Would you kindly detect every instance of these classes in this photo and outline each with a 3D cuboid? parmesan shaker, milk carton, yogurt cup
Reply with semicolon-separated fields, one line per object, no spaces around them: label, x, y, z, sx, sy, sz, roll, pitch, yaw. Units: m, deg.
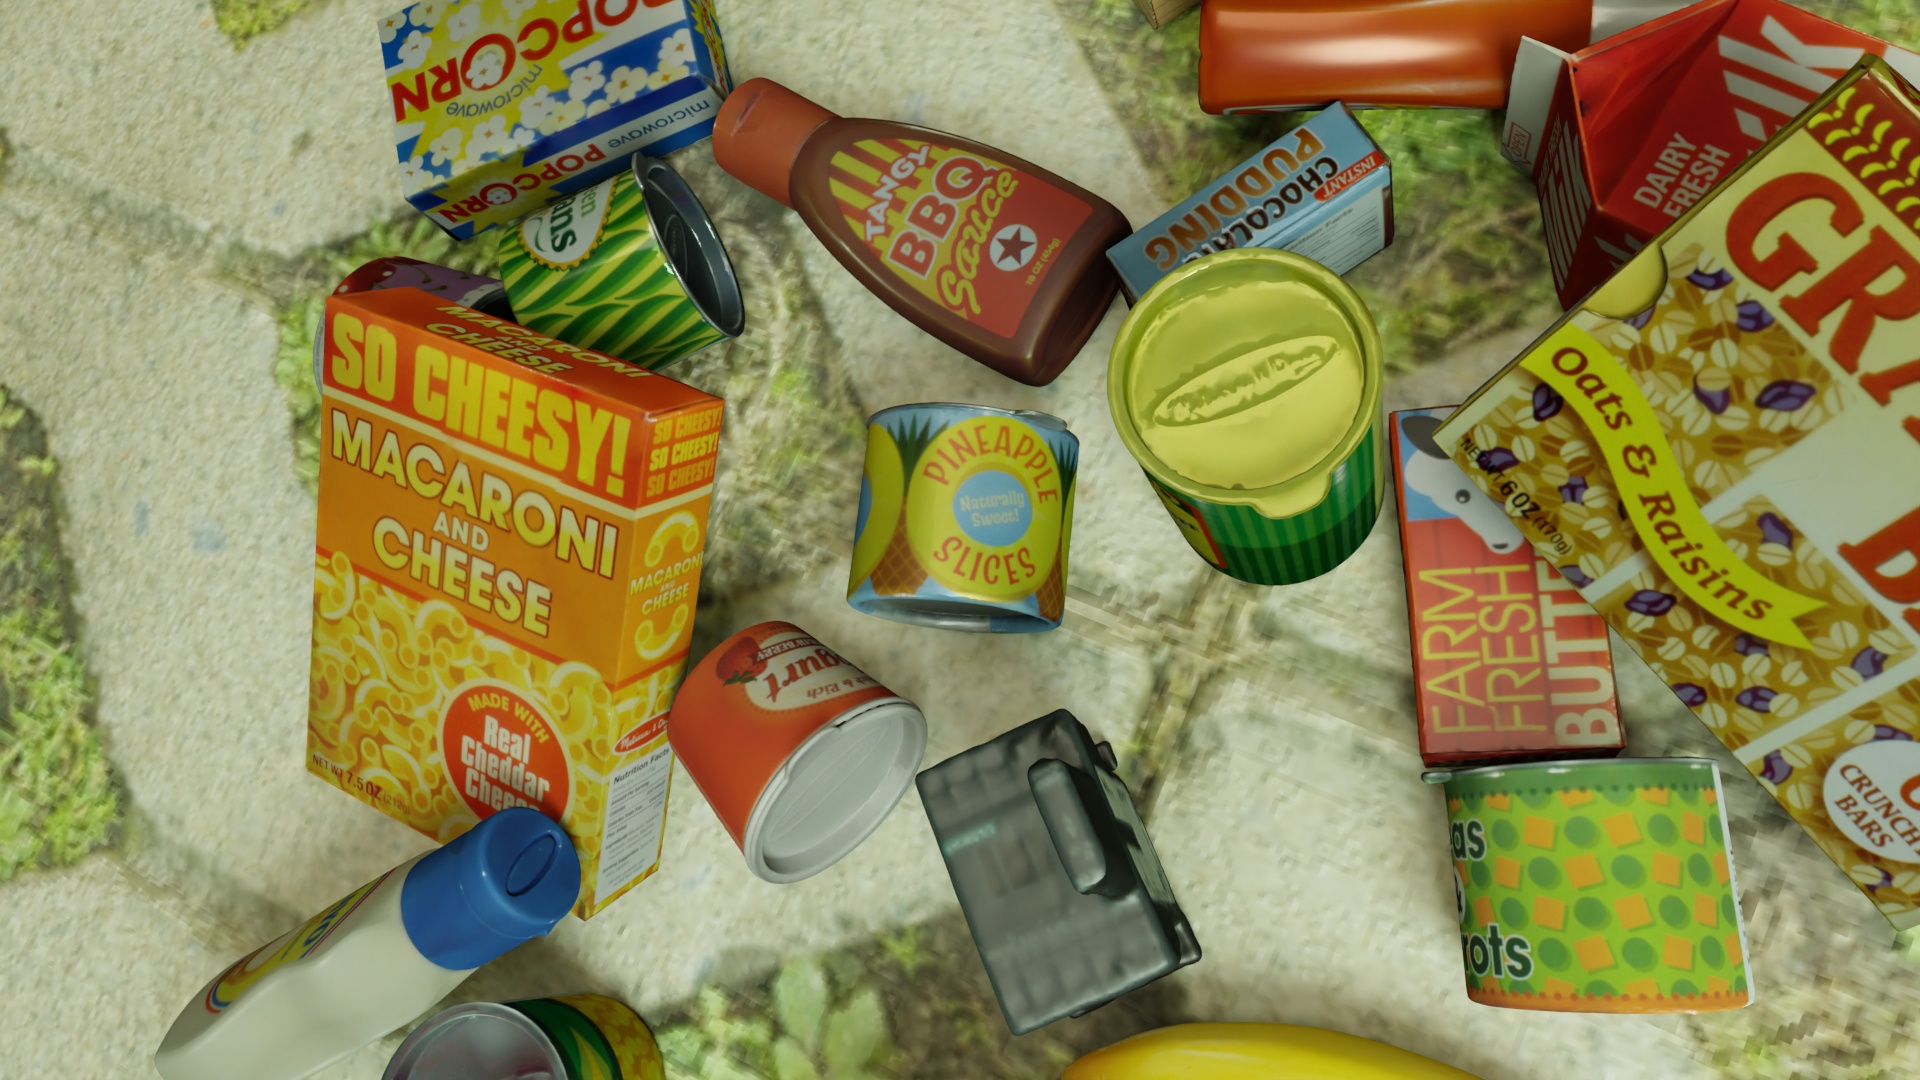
parmesan shaker;0.083;-0.026;0.383;0.071;0.103;0.071;-4;75;16
milk carton;0.233;-0.078;0.368;0.191;0.072;0.073;33;87;21
yogurt cup;-0.052;0.061;0.423;0.054;0.072;0.072;39;89;30

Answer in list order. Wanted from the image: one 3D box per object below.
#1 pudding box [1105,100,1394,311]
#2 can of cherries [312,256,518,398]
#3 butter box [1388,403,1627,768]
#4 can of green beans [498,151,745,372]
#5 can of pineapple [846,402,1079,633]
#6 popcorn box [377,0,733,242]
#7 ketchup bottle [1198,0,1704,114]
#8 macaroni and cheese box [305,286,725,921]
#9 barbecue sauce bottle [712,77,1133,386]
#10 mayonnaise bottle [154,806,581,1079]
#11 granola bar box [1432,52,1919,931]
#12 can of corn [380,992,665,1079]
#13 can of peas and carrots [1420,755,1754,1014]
pudding box;0.090;-0.090;0.426;0.083;0.049;0.030;-33;68;7
can of cherries;-0.182;-0.064;0.495;0.058;0.071;0.071;16;81;21
butter box;0.153;0.011;0.394;0.053;0.024;0.103;-4;75;15
can of green beans;-0.116;-0.089;0.479;0.058;0.071;0.071;-22;71;11
can of pineapple;0.001;-0.005;0.420;0.071;0.071;0.058;2;78;17
popcorn box;-0.154;-0.179;0.529;0.126;0.038;0.085;-19;72;11
ketchup bottle;0.148;-0.154;0.422;0.149;0.065;0.043;2;118;11
macaroni and cheese box;-0.144;0.017;0.435;0.124;0.040;0.165;20;112;20
barbecue sauce bottle;-0.018;-0.111;0.468;0.149;0.043;0.065;32;88;22
mayonnaise bottle;-0.179;0.127;0.425;0.147;0.065;0.041;-32;102;24
granola bar box;0.214;-0.007;0.320;0.165;0.039;0.123;49;130;9
can of corn;-0.129;0.174;0.418;0.071;0.058;0.071;-4;75;16
can of peas and carrots;0.156;0.086;0.351;0.071;0.071;0.059;-6;75;16
